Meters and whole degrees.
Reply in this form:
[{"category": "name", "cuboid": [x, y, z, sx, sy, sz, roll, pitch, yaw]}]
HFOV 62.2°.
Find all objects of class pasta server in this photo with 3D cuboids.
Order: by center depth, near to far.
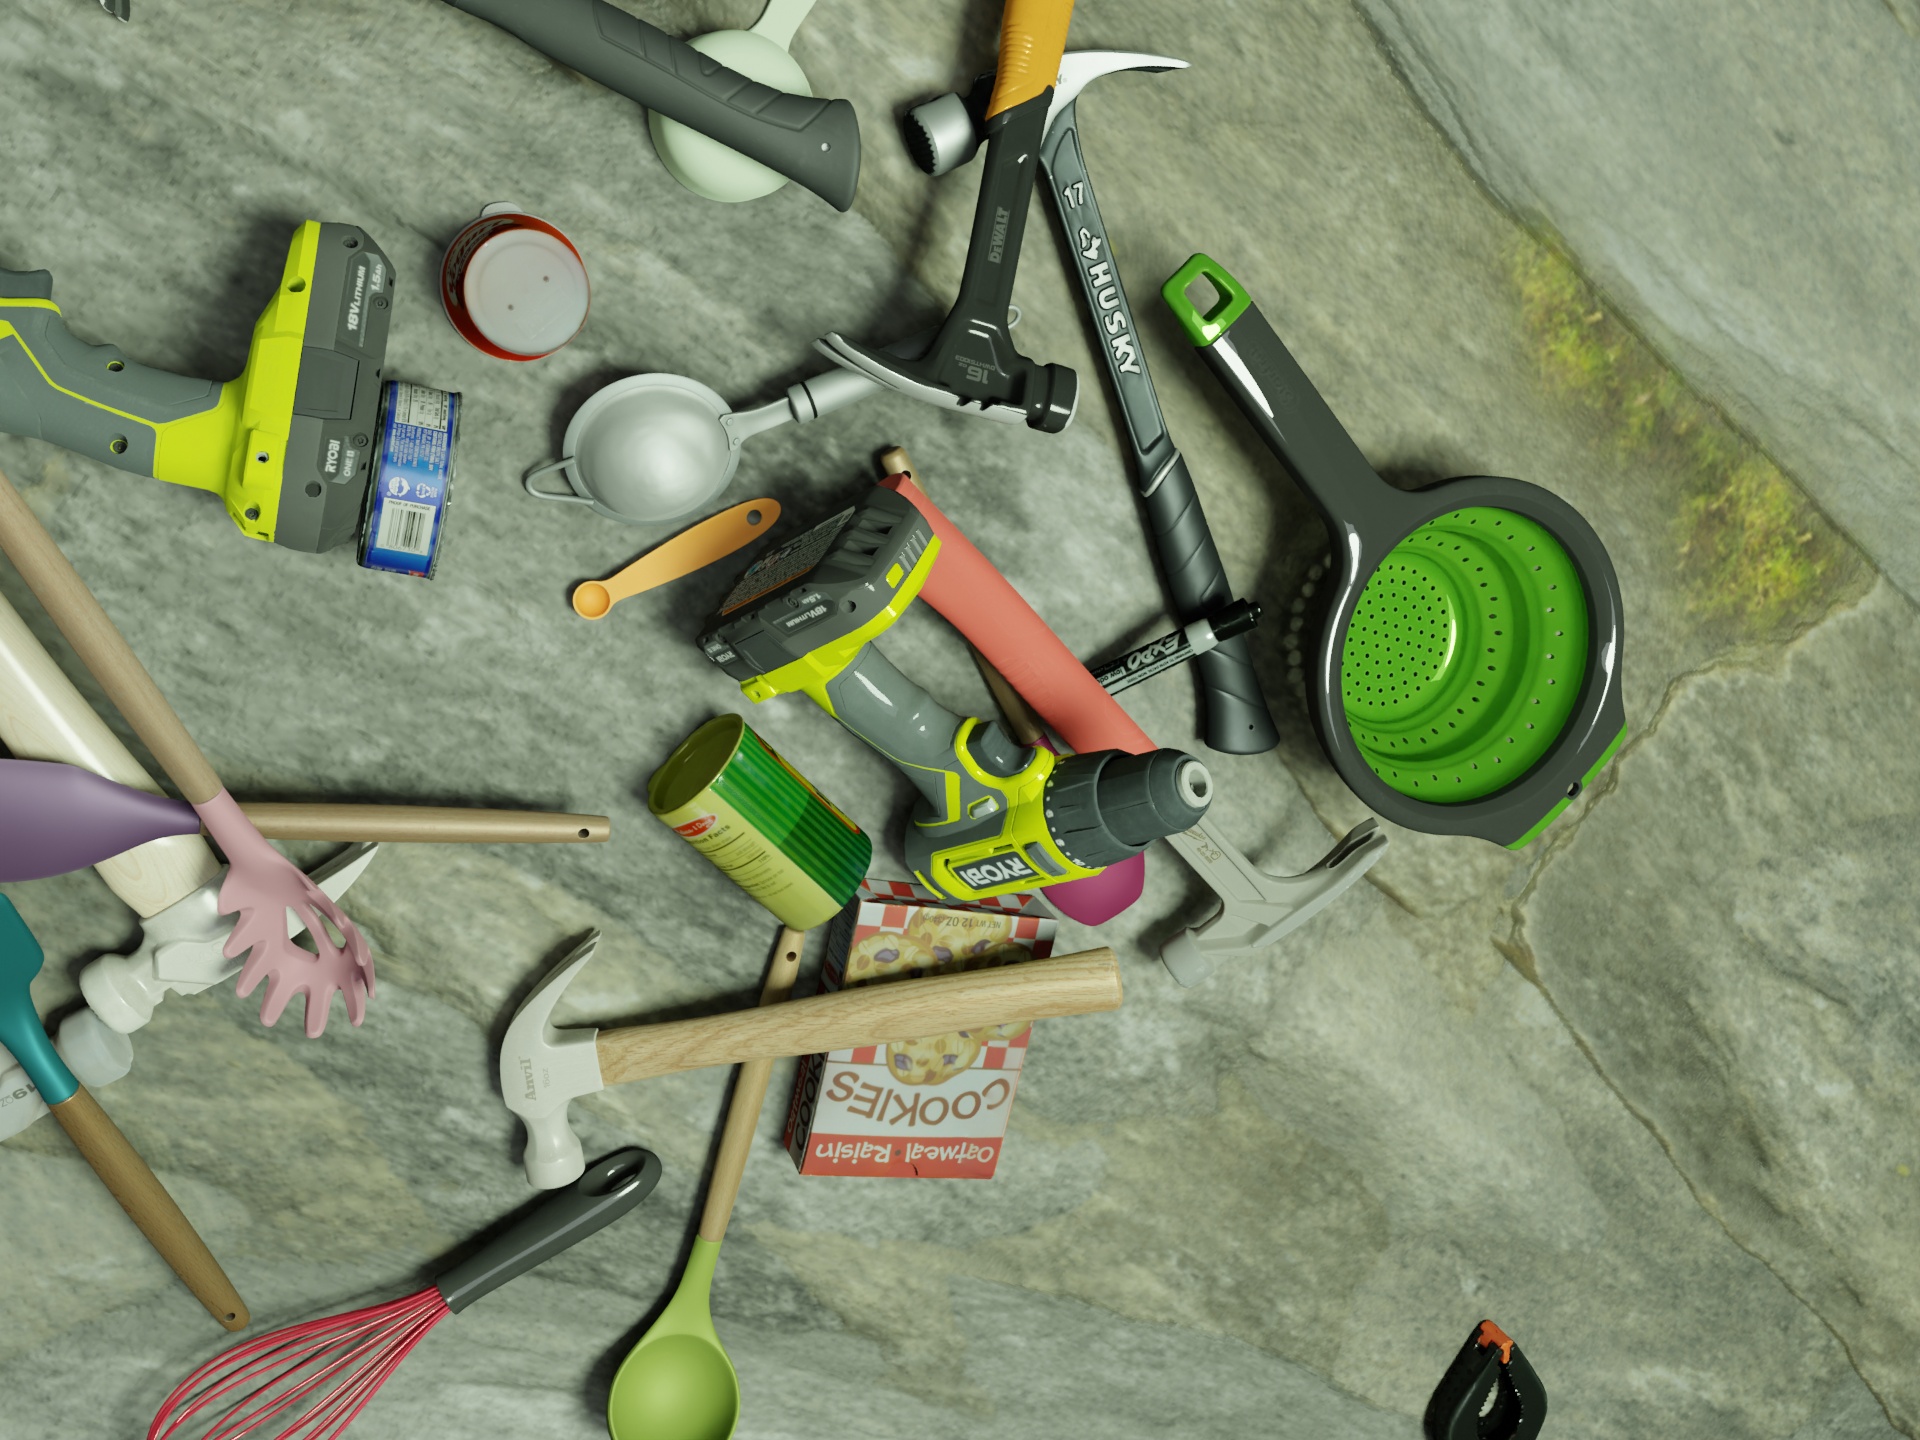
[{"category": "pasta server", "cuboid": [-0.331, 0.015, 0.664, 0.060, 0.040, 0.315, -15, 128, 3]}]

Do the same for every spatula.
[{"category": "spatula", "cuboid": [-0.400, 0.195, 0.728, 0.082, 0.044, 0.317, -24, 128, -15]}, {"category": "spatula", "cuboid": [-0.320, 0.048, 0.728, 0.315, 0.018, 0.059, 3, 111, -23]}]

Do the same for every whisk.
[{"category": "whisk", "cuboid": [-0.290, 0.314, 0.839, 0.296, 0.073, 0.073, -30, 115, -16]}]

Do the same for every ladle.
[{"category": "ladle", "cuboid": [-0.130, 0.270, 0.890, 0.078, 0.062, 0.320, 12, 98, -25]}]

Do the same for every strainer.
[{"category": "strainer", "cuboid": [-0.085, -0.152, 0.774, 0.258, 0.050, 0.086, -25, 137, -9]}]

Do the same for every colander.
[{"category": "colander", "cuboid": [0.223, -0.098, 0.899, 0.204, 0.095, 0.396, -45, 112, -6]}]

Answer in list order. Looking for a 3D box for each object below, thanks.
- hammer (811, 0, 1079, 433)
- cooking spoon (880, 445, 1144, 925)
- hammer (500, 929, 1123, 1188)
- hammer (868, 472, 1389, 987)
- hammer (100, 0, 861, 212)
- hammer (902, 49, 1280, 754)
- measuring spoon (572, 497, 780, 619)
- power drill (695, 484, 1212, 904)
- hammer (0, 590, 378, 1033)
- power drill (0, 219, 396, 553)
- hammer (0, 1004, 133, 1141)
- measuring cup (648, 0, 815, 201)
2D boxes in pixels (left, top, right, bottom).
[{"category": "hammer", "cuboid": [0.025, -0.313, 0.750, 0.127, 0.034, 0.337, 12, 89, -21]}, {"category": "cooking spoon", "cuboid": [0.029, -0.011, 0.888, 0.069, 0.017, 0.318, -32, 115, -9]}, {"category": "hammer", "cuboid": [-0.078, 0.160, 0.850, 0.331, 0.031, 0.130, -8, 104, -5]}, {"category": "hammer", "cuboid": [0.081, -0.002, 0.867, 0.149, 0.037, 0.358, -38, 115, 12]}, {"category": "hammer", "cuboid": [-0.195, -0.303, 0.675, 0.334, 0.035, 0.146, 22, 97, -17]}, {"category": "hammer", "cuboid": [0.106, -0.157, 0.866, 0.149, 0.036, 0.408, -28, 114, -13]}, {"category": "measuring spoon", "cuboid": [-0.143, -0.084, 0.804, 0.117, 0.011, 0.021, -30, 114, -15]}, {"category": "power drill", "cuboid": [-0.001, -0.003, 0.792, 0.228, 0.190, 0.080, 46, 51, -21]}, {"category": "hammer", "cuboid": [-0.424, -0.055, 0.685, 0.146, 0.038, 0.410, -33, 115, -11]}, {"category": "power drill", "cuboid": [-0.353, -0.160, 0.644, 0.223, 0.080, 0.171, 9, 81, -24]}, {"category": "hammer", "cuboid": [-0.520, 0.030, 0.671, 0.143, 0.038, 0.386, -26, 114, -11]}, {"category": "measuring cup", "cuboid": [-0.082, -0.320, 0.737, 0.083, 0.038, 0.167, 28, 96, -26]}]
